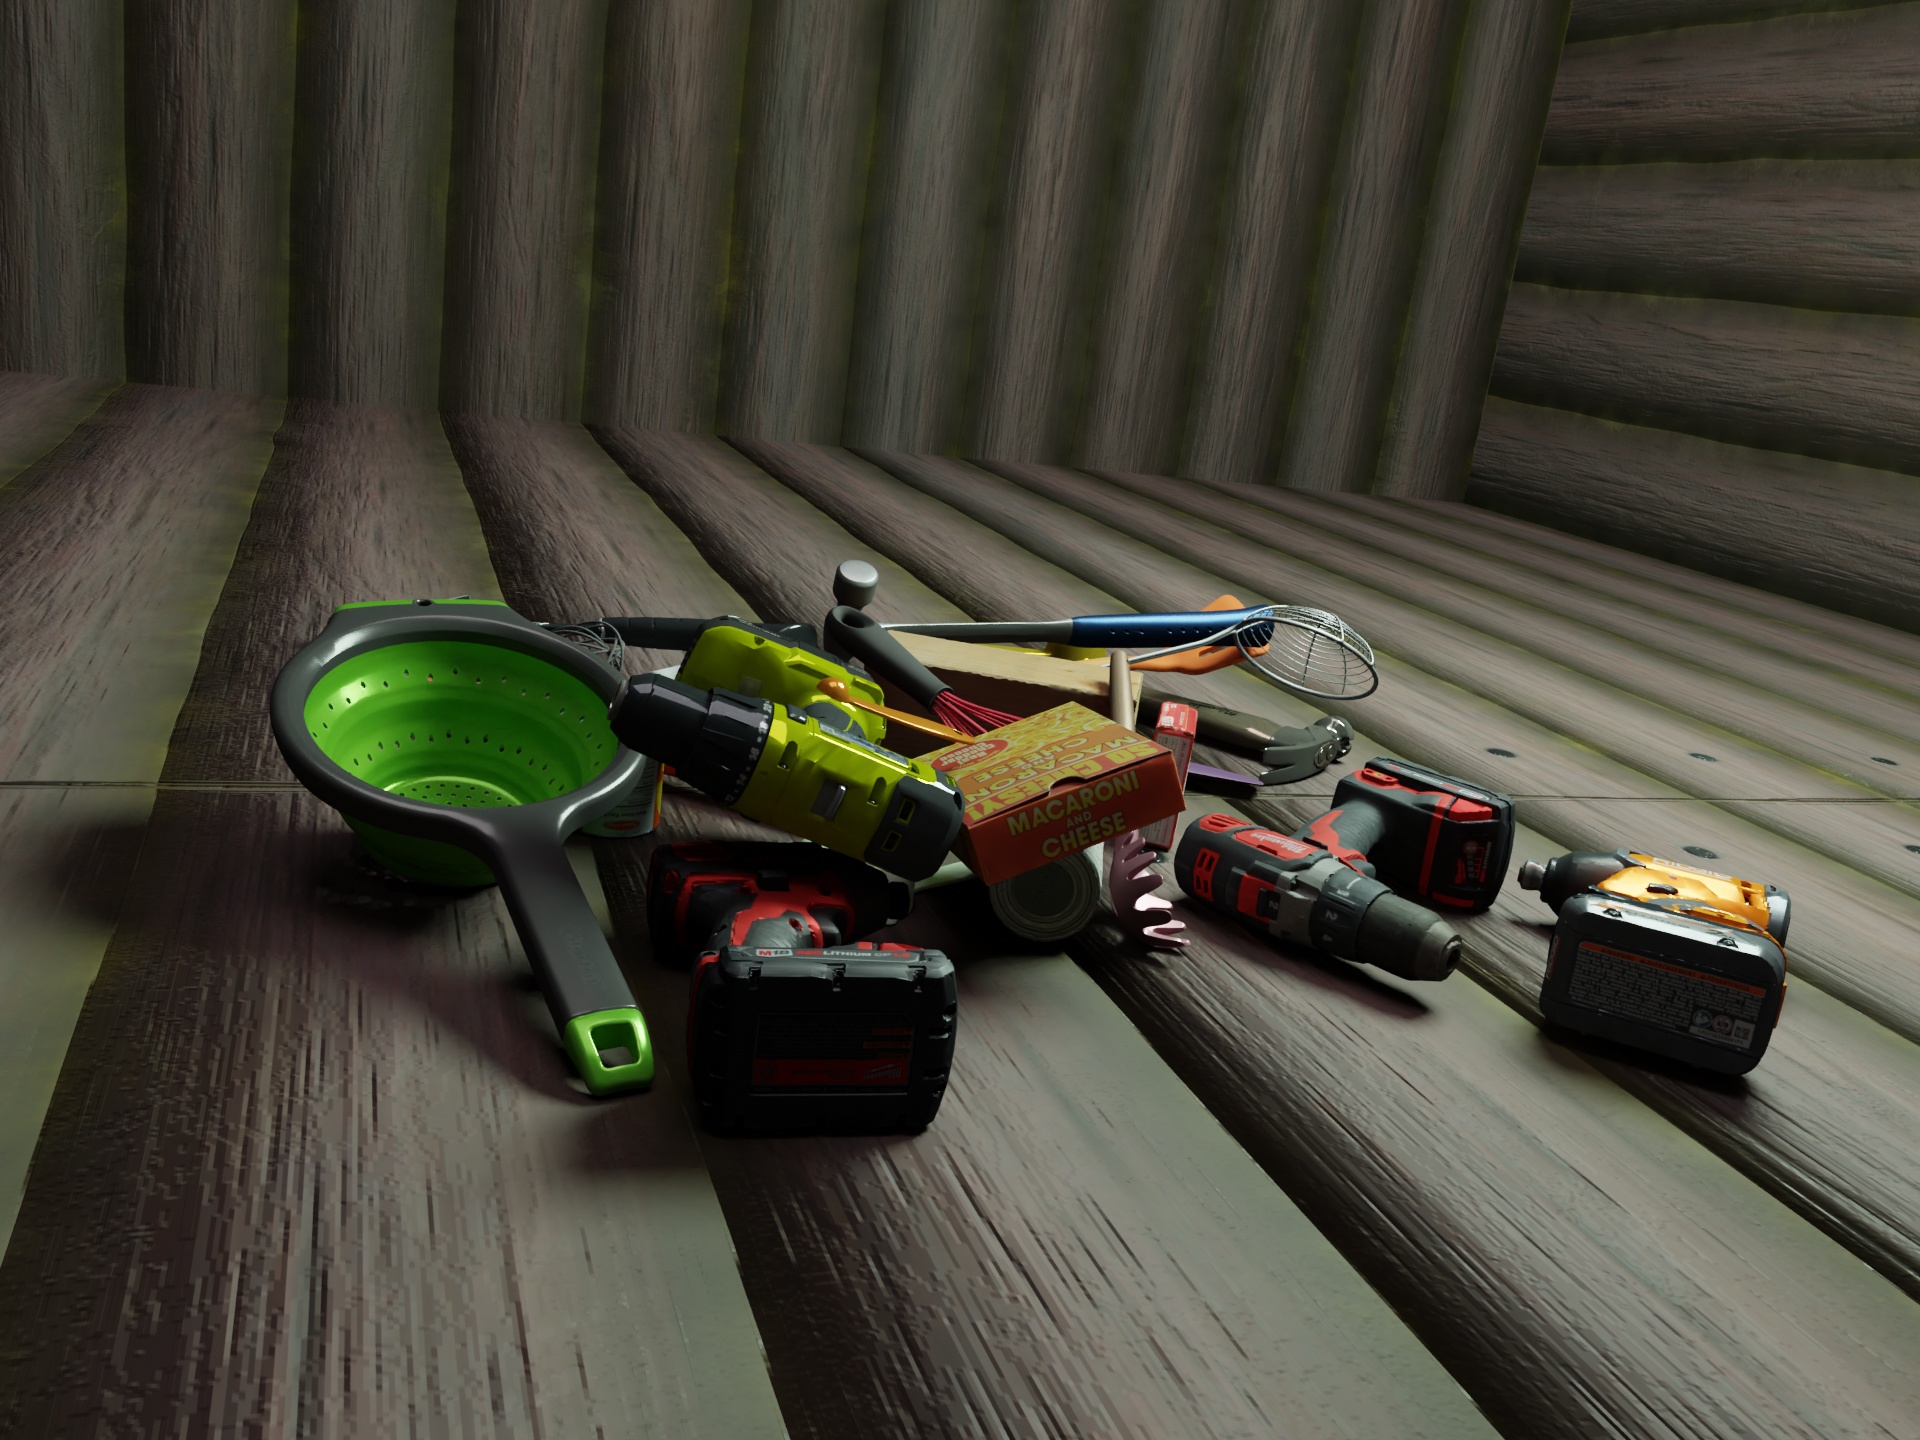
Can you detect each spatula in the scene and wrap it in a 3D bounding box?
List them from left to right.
[{"bbox_3d":[0.089,0.022,1.297,0.316,0.018,0.060,10,3,8],"label":"spatula"},{"bbox_3d":[0.117,-0.053,1.413,0.322,0.041,0.081,-10,48,-20],"label":"spatula"}]

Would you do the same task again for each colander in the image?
[{"bbox_3d":[-0.250,0.076,0.858,0.204,0.094,0.398,-4,38,-32],"label":"colander"}]

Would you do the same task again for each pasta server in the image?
[{"bbox_3d":[0.116,0.039,1.053,0.040,0.060,0.316,-17,31,15],"label":"pasta server"}]

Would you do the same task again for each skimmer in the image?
[{"bbox_3d":[0.167,-0.026,1.338,0.363,0.090,0.127,-13,-16,-8],"label":"skimmer"}]

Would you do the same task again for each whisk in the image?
[{"bbox_3d":[-0.332,-0.043,1.202,0.239,0.055,0.055,-2,6,41],"label":"whisk"},{"bbox_3d":[-0.002,-0.004,1.111,0.073,0.073,0.296,-8,38,-45],"label":"whisk"}]

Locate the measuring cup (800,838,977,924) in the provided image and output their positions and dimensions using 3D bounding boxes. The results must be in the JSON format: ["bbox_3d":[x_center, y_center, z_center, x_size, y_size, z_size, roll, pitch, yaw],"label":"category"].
[{"bbox_3d":[-0.029,0.085,0.980,0.167,0.038,0.083,-8,22,-39],"label":"measuring cup"}]

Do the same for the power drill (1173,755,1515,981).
[{"bbox_3d":[0.273,0.098,1.025,0.226,0.080,0.188,-12,25,-43],"label":"power drill"}]

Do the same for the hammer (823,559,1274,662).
[{"bbox_3d":[0.079,-0.071,1.350,0.405,0.144,0.035,-2,43,-20],"label":"hammer"}]

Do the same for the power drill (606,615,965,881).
[{"bbox_3d":[-0.108,0.006,0.915,0.190,0.080,0.229,23,8,-16],"label":"power drill"}]

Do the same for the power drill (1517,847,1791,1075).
[{"bbox_3d":[0.415,0.131,0.970,0.164,0.084,0.226,14,13,24],"label":"power drill"}]

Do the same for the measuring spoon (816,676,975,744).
[{"bbox_3d":[-0.034,-0.005,0.917,0.116,0.011,0.021,20,13,-38],"label":"measuring spoon"}]

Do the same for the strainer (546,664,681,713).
[{"bbox_3d":[-0.257,-0.031,1.282,0.087,0.050,0.258,28,18,15],"label":"strainer"}]

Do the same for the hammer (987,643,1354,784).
[{"bbox_3d":[0.141,-0.023,1.451,0.411,0.038,0.146,18,20,34],"label":"hammer"}]

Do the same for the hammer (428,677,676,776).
[{"bbox_3d":[-0.207,0.019,1.120,0.386,0.038,0.143,13,20,18],"label":"hammer"}]

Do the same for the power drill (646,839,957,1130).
[{"bbox_3d":[-0.077,0.117,0.792,0.143,0.078,0.220,4,14,-16],"label":"power drill"}]

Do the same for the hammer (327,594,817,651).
[{"bbox_3d":[-0.308,-0.074,1.308,0.409,0.036,0.149,4,11,20],"label":"hammer"}]

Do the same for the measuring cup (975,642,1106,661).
[{"bbox_3d":[0.063,-0.077,1.484,0.156,0.029,0.062,2,18,-16],"label":"measuring cup"}]
